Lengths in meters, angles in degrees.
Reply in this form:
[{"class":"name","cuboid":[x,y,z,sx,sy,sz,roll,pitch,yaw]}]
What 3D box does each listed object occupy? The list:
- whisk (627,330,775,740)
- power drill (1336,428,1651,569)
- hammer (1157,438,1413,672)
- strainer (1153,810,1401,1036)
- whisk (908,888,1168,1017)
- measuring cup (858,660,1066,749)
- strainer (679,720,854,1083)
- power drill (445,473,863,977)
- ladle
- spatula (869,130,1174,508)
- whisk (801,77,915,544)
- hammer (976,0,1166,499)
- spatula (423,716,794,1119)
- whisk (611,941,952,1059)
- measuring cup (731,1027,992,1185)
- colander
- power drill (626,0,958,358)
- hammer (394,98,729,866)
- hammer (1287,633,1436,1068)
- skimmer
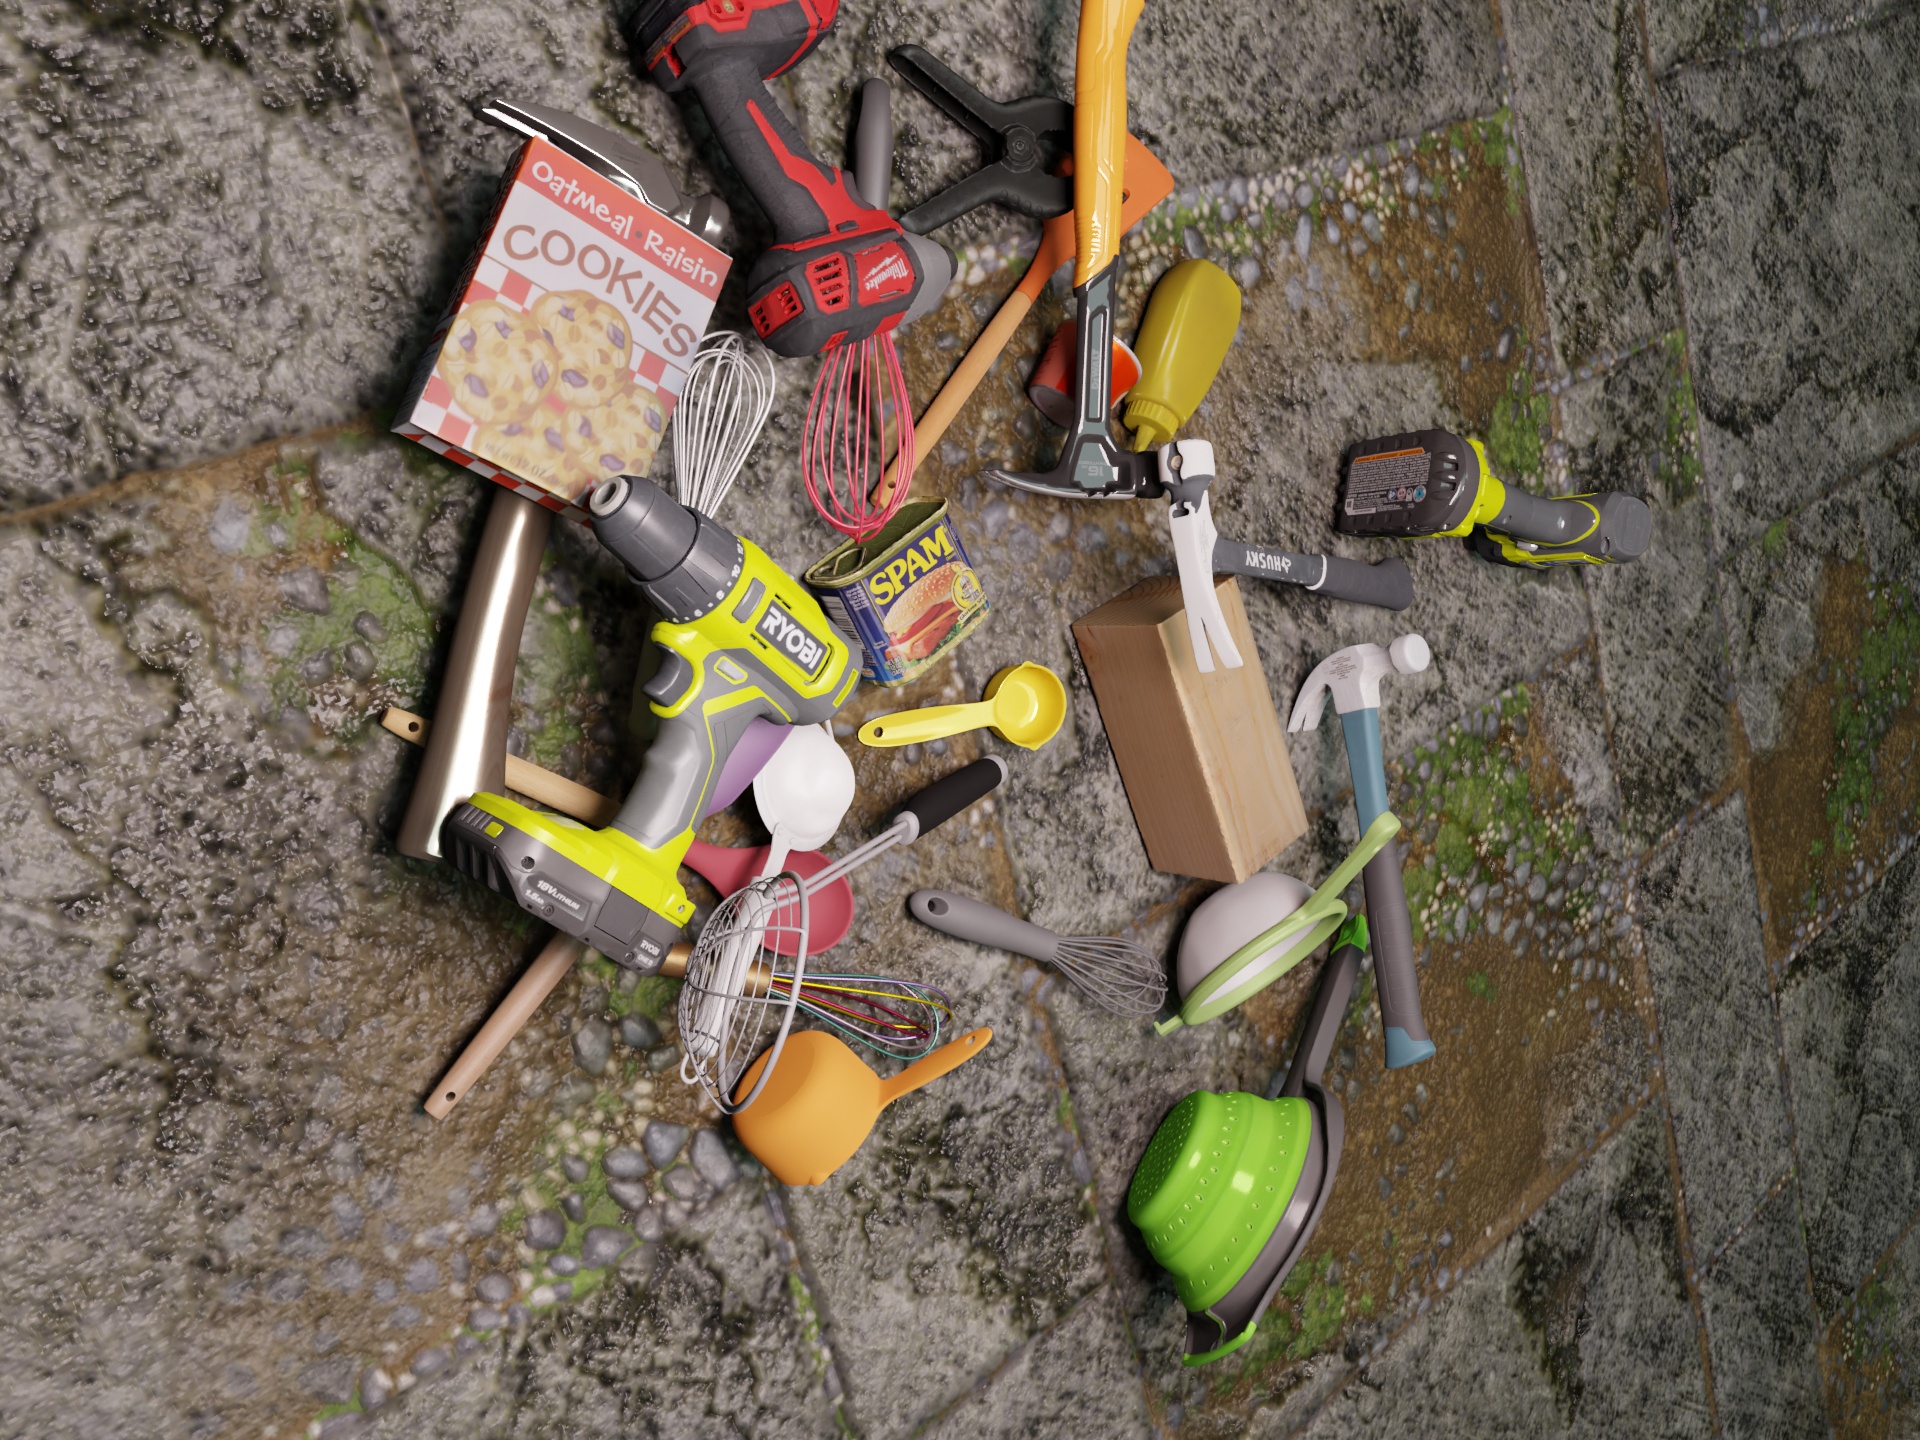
[{"class":"whisk","cuboid":[-0.158,-0.109,0.933,0.059,0.058,0.246,13,90,-3]},{"class":"power drill","cuboid":[0.427,-0.171,1.312,0.223,0.171,0.080,10,87,-29]},{"class":"hammer","cuboid":[0.258,-0.107,1.182,0.408,0.036,0.149,0,83,-56]},{"class":"strainer","cuboid":[0.231,0.128,1.165,0.151,0.256,0.069,-17,61,-37]},{"class":"whisk","cuboid":[0.059,0.162,1.122,0.238,0.055,0.055,24,79,-32]},{"class":"measuring cup","cuboid":[-0.002,-0.003,1.079,0.156,0.029,0.062,-10,99,-25]},{"class":"strainer","cuboid":[-0.112,0.095,0.949,0.086,0.050,0.259,44,57,-41]},{"class":"power drill","cuboid":[-0.167,0.001,0.843,0.190,0.080,0.228,43,71,-45]},{"class":"ladle","cuboid":[-0.192,0.063,0.931,0.315,0.031,0.069,30,71,-33]},{"class":"spatula","cuboid":[0.032,-0.270,1.069,0.081,0.041,0.323,37,72,-12]},{"class":"whisk","cuboid":[-0.060,-0.256,0.992,0.073,0.073,0.296,5,85,-38]},{"class":"hammer","cuboid":[0.081,-0.315,1.034,0.127,0.034,0.337,0,97,-19]},{"class":"spatula","cuboid":[-0.197,0.091,0.906,0.059,0.018,0.316,44,72,-23]},{"class":"whisk","cuboid":[-0.108,0.170,0.997,0.244,0.047,0.051,20,83,-32]},{"class":"measuring cup","cuboid":[-0.064,0.213,0.963,0.052,0.173,0.095,49,22,-26]},{"class":"colander","cuboid":[0.222,0.286,1.222,0.094,0.204,0.397,31,53,0]},{"class":"power drill","cuboid":[-0.087,-0.326,0.916,0.143,0.078,0.219,-28,97,-39]},{"class":"hammer","cuboid":[-0.241,-0.127,0.860,0.146,0.038,0.411,20,78,-35]},{"class":"hammer","cuboid":[0.328,0.106,1.243,0.033,0.128,0.331,-3,84,-36]},{"class":"skimmer","cuboid":[-0.043,0.103,0.942,0.363,0.090,0.127,-30,153,-55]}]
